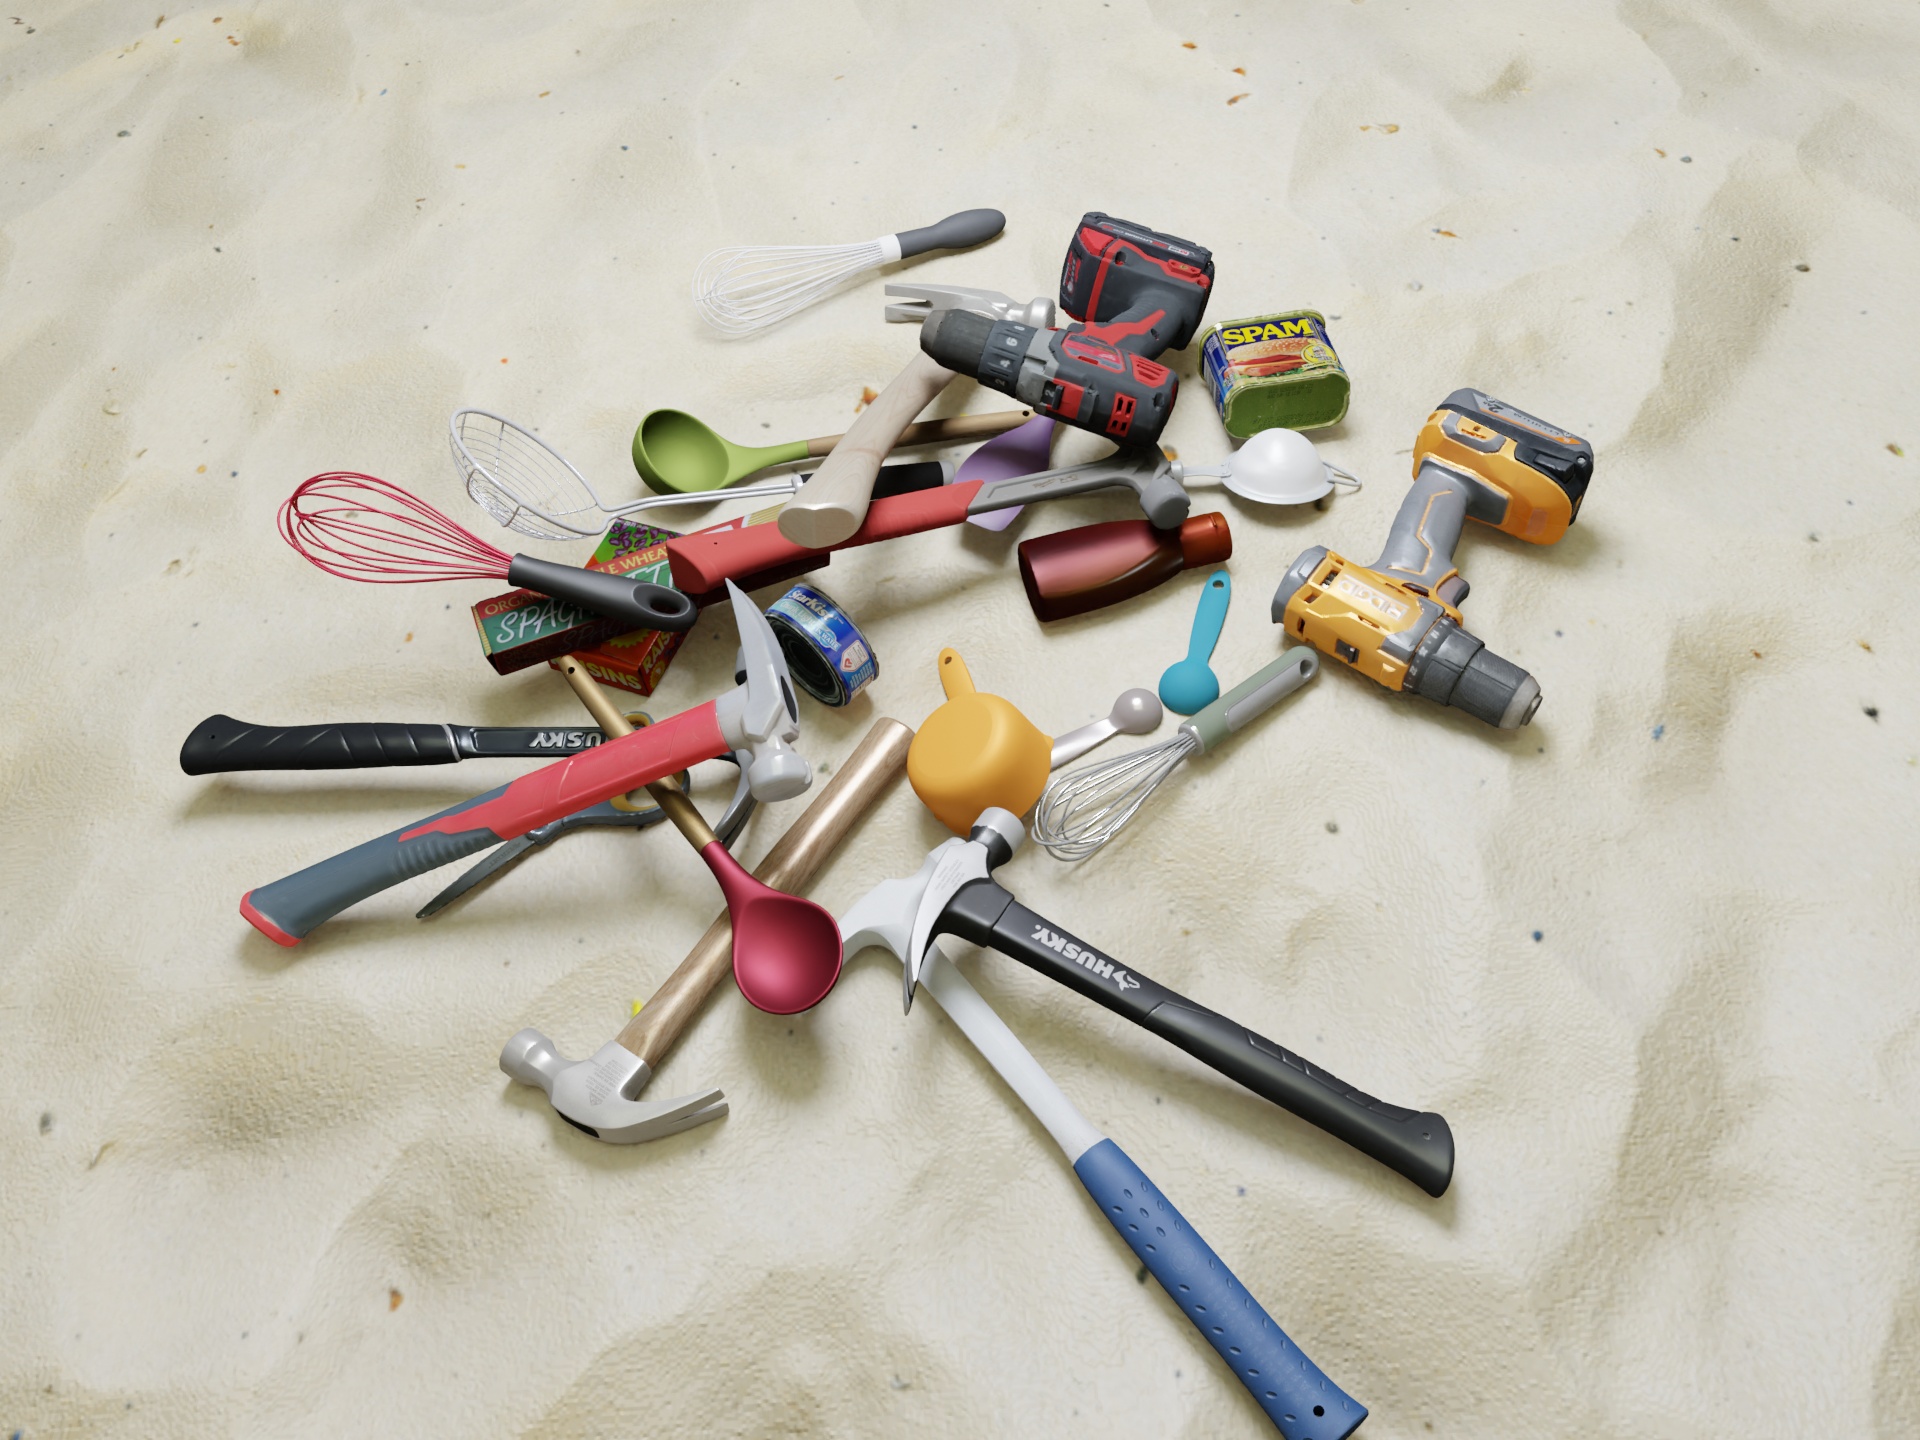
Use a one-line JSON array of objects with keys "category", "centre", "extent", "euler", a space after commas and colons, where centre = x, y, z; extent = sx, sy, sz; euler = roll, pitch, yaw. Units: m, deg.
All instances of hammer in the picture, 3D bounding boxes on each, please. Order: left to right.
[{"category": "hammer", "centre": [-0.323, 0.020, 1.068], "extent": [0.409, 0.036, 0.149], "euler": [-1, 60, 5]}, {"category": "hammer", "centre": [-0.284, 0.042, 1.002], "extent": [0.386, 0.038, 0.143], "euler": [-21, 67, 10]}, {"category": "hammer", "centre": [-0.130, 0.122, 1.002], "extent": [0.130, 0.031, 0.331], "euler": [27, 61, 23]}, {"category": "hammer", "centre": [-0.050, -0.236, 1.169], "extent": [0.146, 0.038, 0.411], "euler": [10, 36, 14]}, {"category": "hammer", "centre": [-0.029, -0.152, 1.119], "extent": [0.359, 0.036, 0.149], "euler": [-14, 42, -13]}, {"category": "hammer", "centre": [0.062, 0.239, 0.895], "extent": [0.144, 0.035, 0.406], "euler": [-33, 58, -18]}, {"category": "hammer", "centre": [0.122, 0.175, 0.906], "extent": [0.335, 0.035, 0.146], "euler": [28, 47, 14]}]

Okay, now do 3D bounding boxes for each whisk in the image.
[{"category": "whisk", "centre": [-0.320, -0.108, 1.078], "extent": [0.296, 0.073, 0.073], "euler": [15, 56, 2]}, {"category": "whisk", "centre": [-0.092, -0.396, 1.360], "extent": [0.284, 0.070, 0.070], "euler": [-19, 55, -13]}, {"category": "whisk", "centre": [0.146, 0.017, 1.042], "extent": [0.246, 0.057, 0.059], "euler": [-33, 24, -22]}]

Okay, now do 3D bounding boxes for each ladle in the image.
[{"category": "ladle", "centre": [-0.172, 0.063, 0.995], "extent": [0.069, 0.031, 0.316], "euler": [-39, 62, -7]}, {"category": "ladle", "centre": [-0.093, -0.221, 1.232], "extent": [0.320, 0.062, 0.078], "euler": [-8, 65, -4]}]

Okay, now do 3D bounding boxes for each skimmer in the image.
[{"category": "skimmer", "centre": [-0.177, -0.189, 1.152], "extent": [0.363, 0.090, 0.127], "euler": [-8, 38, -16]}]

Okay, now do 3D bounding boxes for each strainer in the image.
[{"category": "strainer", "centre": [0.169, -0.187, 1.190], "extent": [0.258, 0.050, 0.087], "euler": [-4, 38, 7]}]

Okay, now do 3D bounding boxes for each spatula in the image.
[{"category": "spatula", "centre": [0.079, -0.255, 1.247], "extent": [0.060, 0.018, 0.316], "euler": [25, 56, 14]}]

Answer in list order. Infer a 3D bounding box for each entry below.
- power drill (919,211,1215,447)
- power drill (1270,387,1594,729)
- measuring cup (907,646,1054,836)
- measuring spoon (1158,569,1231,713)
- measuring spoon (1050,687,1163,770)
[{"category": "power drill", "centre": [0.087, -0.297, 1.190], "extent": [0.188, 0.080, 0.227], "euler": [20, 43, 7]}, {"category": "power drill", "centre": [0.349, -0.107, 1.091], "extent": [0.185, 0.084, 0.226], "euler": [33, 67, 23]}, {"category": "measuring cup", "centre": [-0.002, -0.003, 1.053], "extent": [0.095, 0.052, 0.174], "euler": [-33, 44, 13]}, {"category": "measuring spoon", "centre": [0.169, -0.061, 1.108], "extent": [0.042, 0.021, 0.129], "euler": [12, 58, 14]}, {"category": "measuring spoon", "centre": [0.081, 0.010, 1.069], "extent": [0.124, 0.018, 0.034], "euler": [-26, 56, -12]}]
